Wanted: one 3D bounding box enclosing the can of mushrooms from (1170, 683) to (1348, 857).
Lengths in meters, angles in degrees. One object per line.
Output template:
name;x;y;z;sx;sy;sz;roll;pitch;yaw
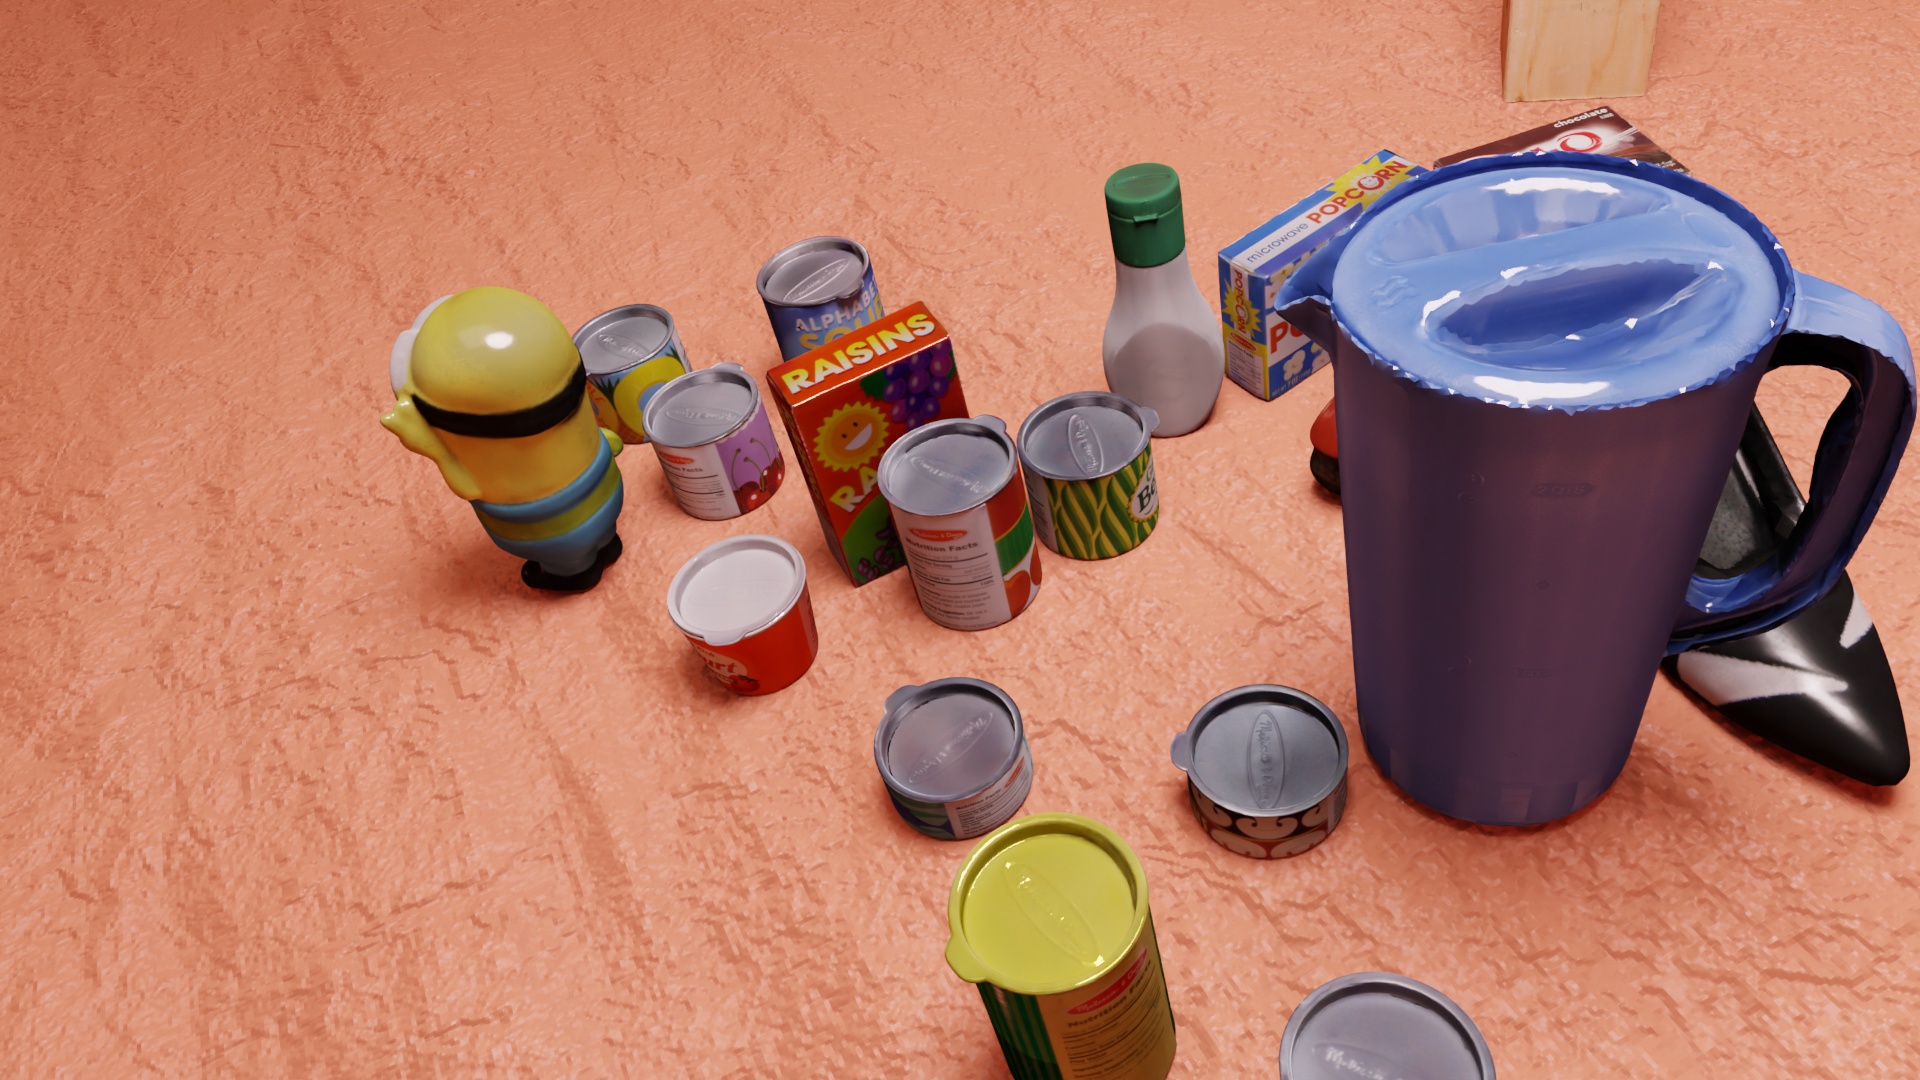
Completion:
can of mushrooms;0.124;0.095;0.573;0.071;0.033;0.071;-8;44;8

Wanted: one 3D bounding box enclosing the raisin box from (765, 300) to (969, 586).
raisin box;-0.037;-0.047;0.695;0.086;0.122;0.040;-26;45;-11

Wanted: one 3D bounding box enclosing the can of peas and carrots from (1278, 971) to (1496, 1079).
can of peas and carrots;0.139;0.188;0.457;0.071;0.058;0.071;-8;44;8

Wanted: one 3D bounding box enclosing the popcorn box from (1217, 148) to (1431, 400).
popcorn box;0.199;-0.144;0.756;0.127;0.084;0.038;-33;47;-18

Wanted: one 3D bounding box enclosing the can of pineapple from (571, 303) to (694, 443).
can of pineapple;-0.198;-0.100;0.839;0.071;0.057;0.071;-8;44;8

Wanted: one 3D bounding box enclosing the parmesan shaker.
parmesan shaker;0.036;0.153;0.488;0.071;0.102;0.072;-8;44;8

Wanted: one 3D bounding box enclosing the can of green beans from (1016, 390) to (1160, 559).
can of green beans;0.065;-0.033;0.700;0.071;0.057;0.071;-8;44;8

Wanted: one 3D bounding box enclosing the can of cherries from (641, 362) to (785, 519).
can of cherries;-0.135;-0.056;0.777;0.071;0.058;0.072;-8;44;8

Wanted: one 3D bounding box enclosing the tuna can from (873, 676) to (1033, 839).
tuna can;-0.004;0.094;0.609;0.071;0.032;0.071;-8;44;8

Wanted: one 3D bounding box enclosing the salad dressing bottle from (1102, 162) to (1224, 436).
salad dressing bottle;0.101;-0.121;0.715;0.064;0.147;0.044;-7;45;9

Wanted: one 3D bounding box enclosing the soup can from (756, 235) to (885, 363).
soup can;-0.074;-0.123;0.810;0.071;0.083;0.072;-8;44;8

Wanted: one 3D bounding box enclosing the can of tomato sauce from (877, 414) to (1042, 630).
can of tomato sauce;0.002;-0.008;0.675;0.071;0.082;0.071;-8;44;8

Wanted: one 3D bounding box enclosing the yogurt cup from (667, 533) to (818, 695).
yogurt cup;-0.102;0.038;0.677;0.072;0.053;0.073;-8;44;8
